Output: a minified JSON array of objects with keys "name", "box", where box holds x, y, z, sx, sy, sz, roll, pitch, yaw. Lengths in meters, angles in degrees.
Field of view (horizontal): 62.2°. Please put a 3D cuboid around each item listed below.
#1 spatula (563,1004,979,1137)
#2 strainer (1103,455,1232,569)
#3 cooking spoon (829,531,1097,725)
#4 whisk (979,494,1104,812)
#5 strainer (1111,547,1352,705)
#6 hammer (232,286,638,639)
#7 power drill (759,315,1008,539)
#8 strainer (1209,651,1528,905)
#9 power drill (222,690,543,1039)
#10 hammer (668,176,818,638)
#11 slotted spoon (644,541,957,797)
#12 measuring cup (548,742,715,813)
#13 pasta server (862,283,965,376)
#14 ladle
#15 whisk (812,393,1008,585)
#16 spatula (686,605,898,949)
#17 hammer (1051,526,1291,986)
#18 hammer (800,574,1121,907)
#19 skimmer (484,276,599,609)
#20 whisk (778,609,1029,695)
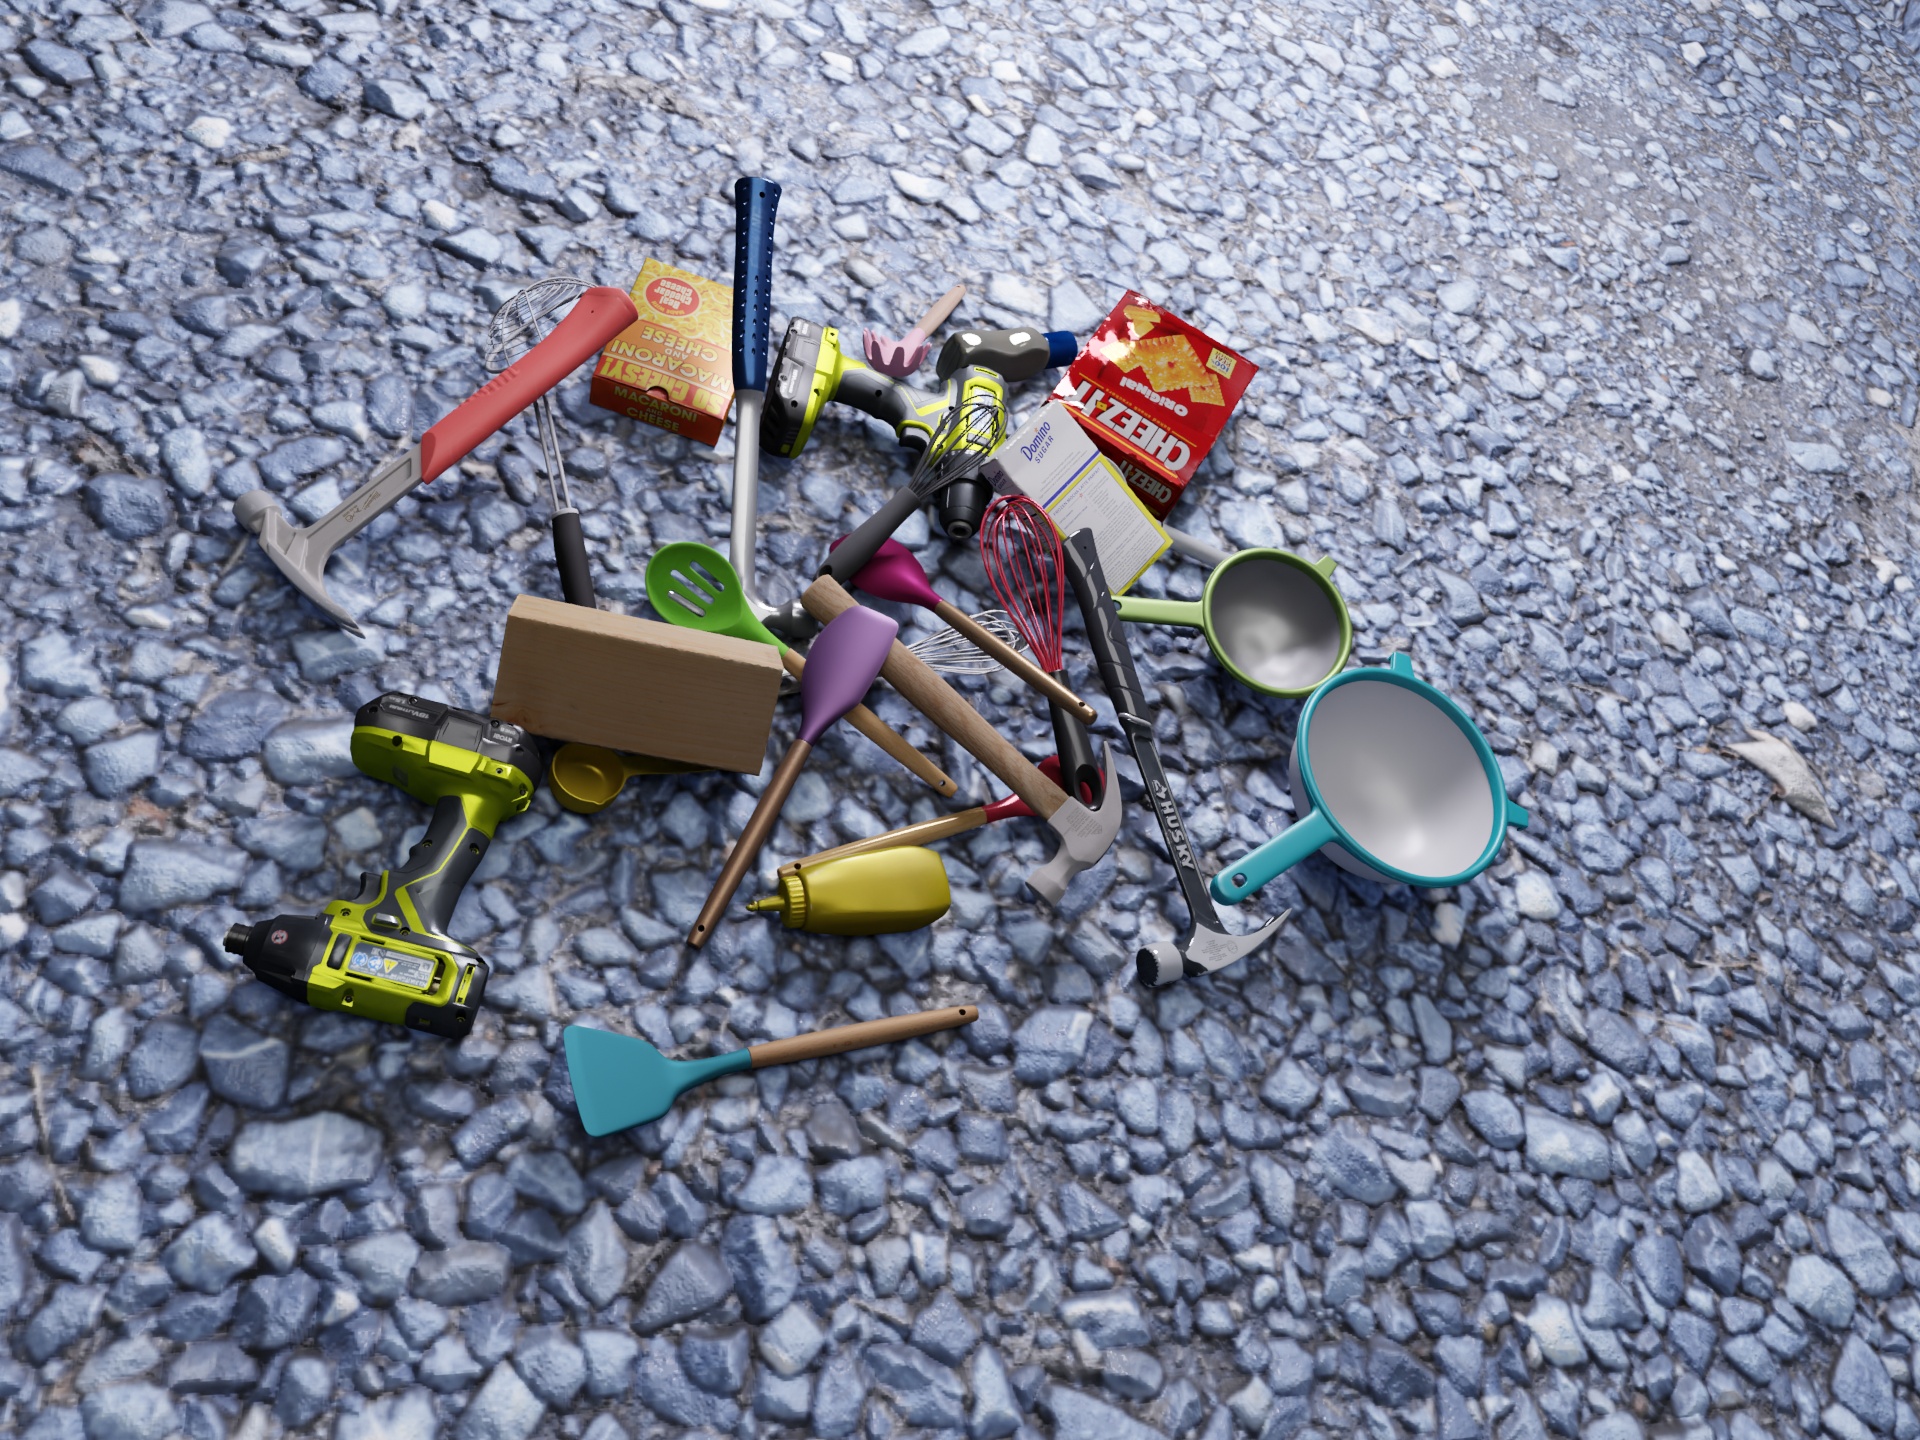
[{"name":"spatula","box":[-0.127,0.238,1.156,0.317,0.044,0.082,-7,58,-25]},{"name":"strainer","box":[0.179,-0.187,1.543,0.258,0.050,0.087,23,87,-13]},{"name":"cooking spoon","box":[0.000,-0.085,1.361,0.069,0.017,0.319,-31,53,-30]},{"name":"whisk","box":[0.075,-0.057,1.361,0.073,0.073,0.296,-8,75,-24]},{"name":"strainer","box":[0.234,-0.085,1.482,0.256,0.069,0.152,4,69,-12]},{"name":"hammer","box":[-0.400,-0.228,1.291,0.149,0.036,0.359,44,73,11]},{"name":"power drill","box":[-0.067,-0.272,1.483,0.228,0.080,0.191,16,55,-13]},{"name":"strainer","box":[0.323,0.090,1.384,0.340,0.095,0.211,-27,76,-31]},{"name":"power drill","box":[-0.399,0.099,1.125,0.171,0.080,0.223,17,58,-10]},{"name":"hammer","box":[-0.189,-0.275,1.377,0.144,0.035,0.406,4,81,-16]},{"name":"slotted spoon","box":[-0.127,-0.036,1.309,0.313,0.031,0.070,39,87,-9]},{"name":"measuring cup","box":[-0.249,0.042,1.253,0.156,0.029,0.062,-5,59,-36]},{"name":"pasta server","box":[-0.033,-0.382,1.518,0.060,0.040,0.316,14,30,6]},{"name":"ladle","box":[-0.005,0.084,1.311,0.315,0.031,0.069,-15,67,-26]},{"name":"whisk","box":[-0.046,-0.200,1.405,0.055,0.055,0.239,43,81,9]},{"name":"spatula","box":[-0.137,0.039,1.254,0.060,0.018,0.316,23,67,7]},{"name":"hammer","box":[0.162,0.018,1.371,0.149,0.036,0.409,-9,72,-27]},{"name":"hammer","box":[-0.002,-0.004,1.310,0.331,0.031,0.130,42,79,10]},{"name":"skimmer","box":[-0.334,-0.223,1.368,0.127,0.090,0.363,-19,74,16]},{"name":"whisk","box":[-0.053,-0.052,1.368,0.246,0.057,0.059,-12,29,-22]}]
